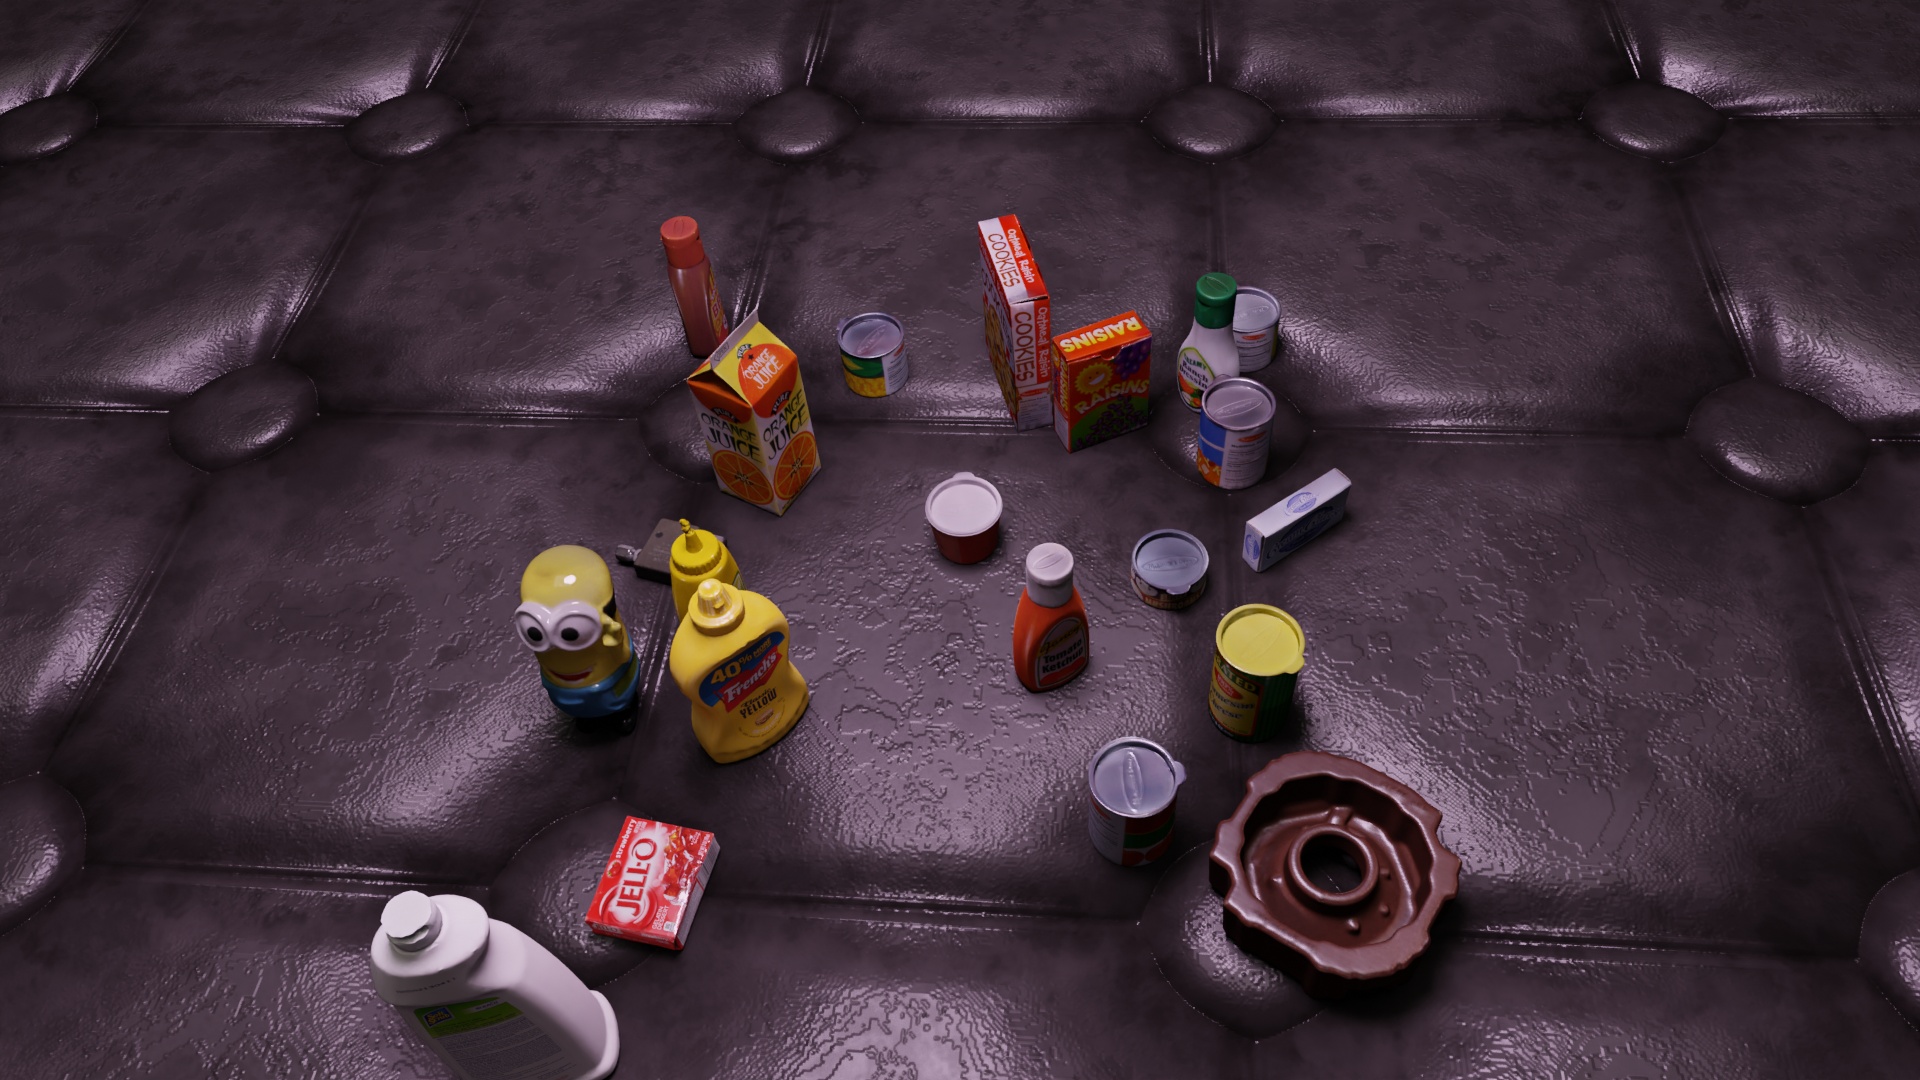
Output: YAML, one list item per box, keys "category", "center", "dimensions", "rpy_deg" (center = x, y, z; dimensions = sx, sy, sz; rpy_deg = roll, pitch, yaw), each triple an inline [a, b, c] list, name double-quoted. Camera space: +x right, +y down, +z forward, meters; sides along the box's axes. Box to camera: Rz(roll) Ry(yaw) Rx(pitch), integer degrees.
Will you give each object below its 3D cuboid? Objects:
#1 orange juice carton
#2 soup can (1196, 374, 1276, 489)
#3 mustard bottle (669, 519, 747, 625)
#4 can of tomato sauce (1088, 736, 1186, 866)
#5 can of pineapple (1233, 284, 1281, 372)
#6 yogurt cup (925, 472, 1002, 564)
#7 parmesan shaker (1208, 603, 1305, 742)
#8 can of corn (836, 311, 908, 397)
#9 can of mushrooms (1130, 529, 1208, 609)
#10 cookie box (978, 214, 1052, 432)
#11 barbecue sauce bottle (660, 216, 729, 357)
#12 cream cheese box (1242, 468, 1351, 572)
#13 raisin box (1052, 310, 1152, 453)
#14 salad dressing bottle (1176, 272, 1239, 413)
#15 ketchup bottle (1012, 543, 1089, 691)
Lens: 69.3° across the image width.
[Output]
- category: "orange juice carton"
  center: [-0.187, -0.117, 1.254]
  dimensions: [0.073, 0.191, 0.072]
  rpy_deg: [22, 56, 21]
- category: "soup can"
  center: [0.251, -0.100, 1.273]
  dimensions: [0.071, 0.083, 0.072]
  rpy_deg: [-2, 51, 3]
- category: "mustard bottle"
  center: [-0.210, 0.038, 1.150]
  dimensions: [0.049, 0.159, 0.065]
  rpy_deg: [8, 52, 11]
- category: "can of tomato sauce"
  center: [0.131, 0.197, 1.043]
  dimensions: [0.071, 0.082, 0.071]
  rpy_deg: [-2, 51, 3]
- category: "can of pineapple"
  center: [0.282, -0.210, 1.378]
  dimensions: [0.071, 0.057, 0.071]
  rpy_deg: [-2, 51, 3]
- category: "yogurt cup"
  center: [0.004, -0.016, 1.244]
  dimensions: [0.072, 0.053, 0.073]
  rpy_deg: [-2, 51, 3]
- category: "parmesan shaker"
  center: [0.233, 0.108, 1.093]
  dimensions: [0.071, 0.102, 0.072]
  rpy_deg: [-2, 51, 3]
- category: "can of corn"
  center: [-0.088, -0.186, 1.388]
  dimensions: [0.071, 0.058, 0.071]
  rpy_deg: [-2, 51, 3]
- category: "can of mushrooms"
  center: [0.182, 0.027, 1.208]
  dimensions: [0.071, 0.033, 0.071]
  rpy_deg: [-2, 51, 3]
- category: "cookie box"
  center: [0.054, -0.206, 1.322]
  dimensions: [0.040, 0.166, 0.123]
  rpy_deg: [-13, 51, -5]
- category: "barbecue sauce bottle"
  center: [-0.269, -0.258, 1.403]
  dimensions: [0.044, 0.147, 0.065]
  rpy_deg: [-5, 51, 1]
- category: "cream cheese box"
  center: [0.296, -0.017, 1.222]
  dimensions: [0.104, 0.053, 0.024]
  rpy_deg: [-30, 55, -18]
- category: "raisin box"
  center: [0.131, -0.146, 1.296]
  dimensions: [0.086, 0.122, 0.040]
  rpy_deg: [-19, 52, -11]
- category: "salad dressing bottle"
  center: [0.235, -0.184, 1.302]
  dimensions: [0.044, 0.146, 0.064]
  rpy_deg: [-33, 56, -20]
- category: "ketchup bottle"
  center: [0.072, 0.061, 1.116]
  dimensions: [0.065, 0.148, 0.044]
  rpy_deg: [-26, 54, -16]
